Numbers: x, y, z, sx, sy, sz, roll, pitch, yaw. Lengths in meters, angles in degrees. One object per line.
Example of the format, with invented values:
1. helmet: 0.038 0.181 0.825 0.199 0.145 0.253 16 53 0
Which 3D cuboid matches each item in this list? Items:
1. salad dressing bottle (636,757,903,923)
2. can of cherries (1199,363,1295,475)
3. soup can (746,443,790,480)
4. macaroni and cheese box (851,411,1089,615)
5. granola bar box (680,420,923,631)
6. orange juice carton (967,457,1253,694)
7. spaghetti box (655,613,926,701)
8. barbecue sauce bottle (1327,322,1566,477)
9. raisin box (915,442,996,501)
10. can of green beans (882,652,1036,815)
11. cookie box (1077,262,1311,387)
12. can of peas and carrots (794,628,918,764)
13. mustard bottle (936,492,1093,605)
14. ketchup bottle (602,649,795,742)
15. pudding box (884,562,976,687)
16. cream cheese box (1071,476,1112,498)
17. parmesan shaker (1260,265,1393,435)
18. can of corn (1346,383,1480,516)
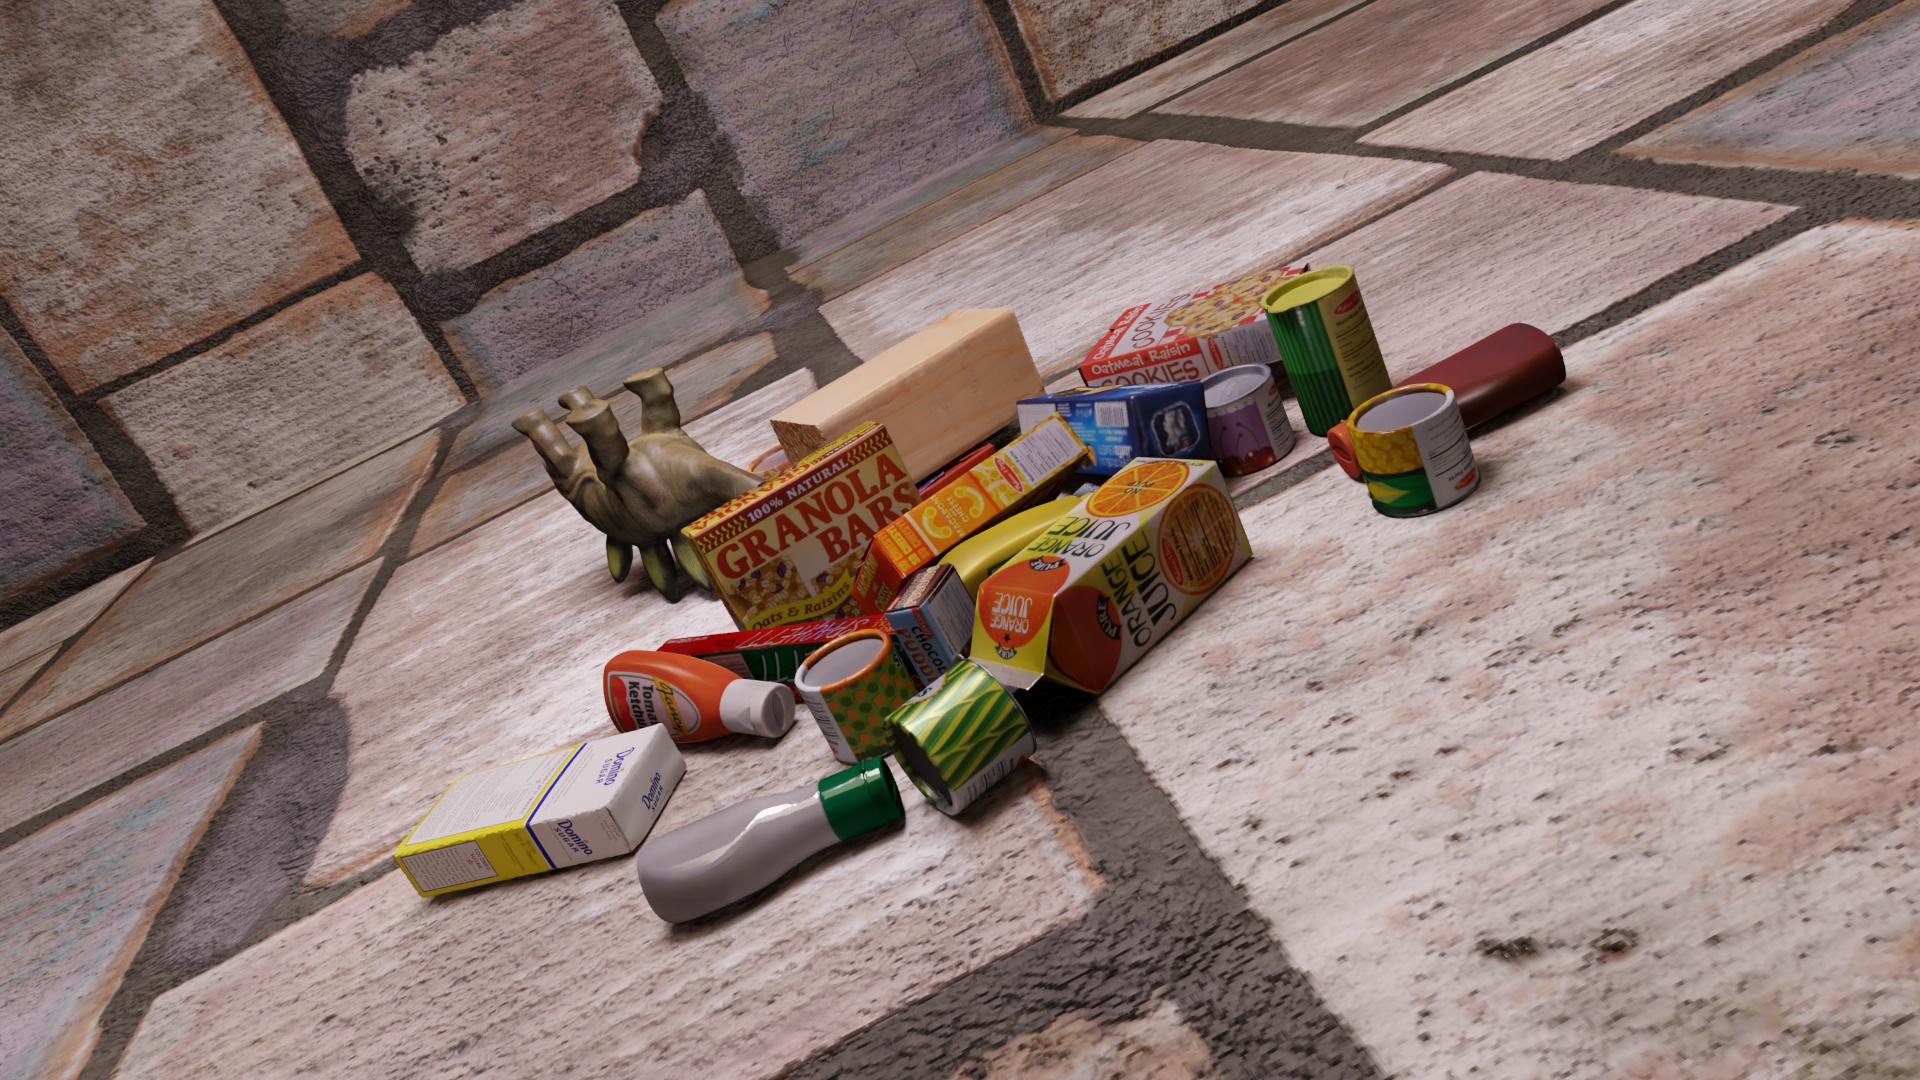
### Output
1. salad dressing bottle: -0.106 0.166 0.780 0.148 0.044 0.064 -23 20 3
2. can of cherries: 0.199 -0.087 1.003 0.071 0.058 0.072 -22 23 10
3. soup can: -0.146 -0.039 1.237 0.071 0.083 0.071 -22 22 10
4. macaroni and cheese box: 0.004 -0.012 0.994 0.167 0.040 0.123 -34 -10 -21
5. granola bar box: -0.104 0.004 1.037 0.166 0.124 0.039 -32 21 -16
6. orange juice carton: 0.084 0.029 0.845 0.193 0.072 0.072 -38 25 -28
7. spaghetti box: -0.116 0.086 0.964 0.249 0.050 0.029 -9 28 35
8. barbecue sauce bottle: 0.314 -0.090 0.907 0.148 0.043 0.065 -27 21 -3
9. raisin box: -0.031 -0.050 1.197 0.086 0.040 0.123 -36 24 -26
10. can of green beans: -0.001 0.108 0.765 0.058 0.071 0.071 -35 23 -21
11. cookie box: 0.194 -0.169 1.128 0.167 0.040 0.123 -10 25 33
12. can of peas and carrots: -0.060 0.095 0.869 0.071 0.058 0.071 -22 22 9
13. mustard bottle: 0.057 0.007 0.932 0.161 0.065 0.049 -32 29 -15
14. ketchup bottle: -0.182 0.111 0.967 0.149 0.064 0.044 1 20 34
15. pudding box: -0.008 0.062 0.854 0.030 0.083 0.050 -14 24 34
16. cream cheese box: 0.124 -0.028 0.997 0.103 0.024 0.053 0 33 48
17. parmesan shaker: 0.259 -0.132 0.980 0.071 0.102 0.071 -22 21 9
18. can of corn: 0.274 -0.056 0.850 0.071 0.058 0.071 -22 22 9
